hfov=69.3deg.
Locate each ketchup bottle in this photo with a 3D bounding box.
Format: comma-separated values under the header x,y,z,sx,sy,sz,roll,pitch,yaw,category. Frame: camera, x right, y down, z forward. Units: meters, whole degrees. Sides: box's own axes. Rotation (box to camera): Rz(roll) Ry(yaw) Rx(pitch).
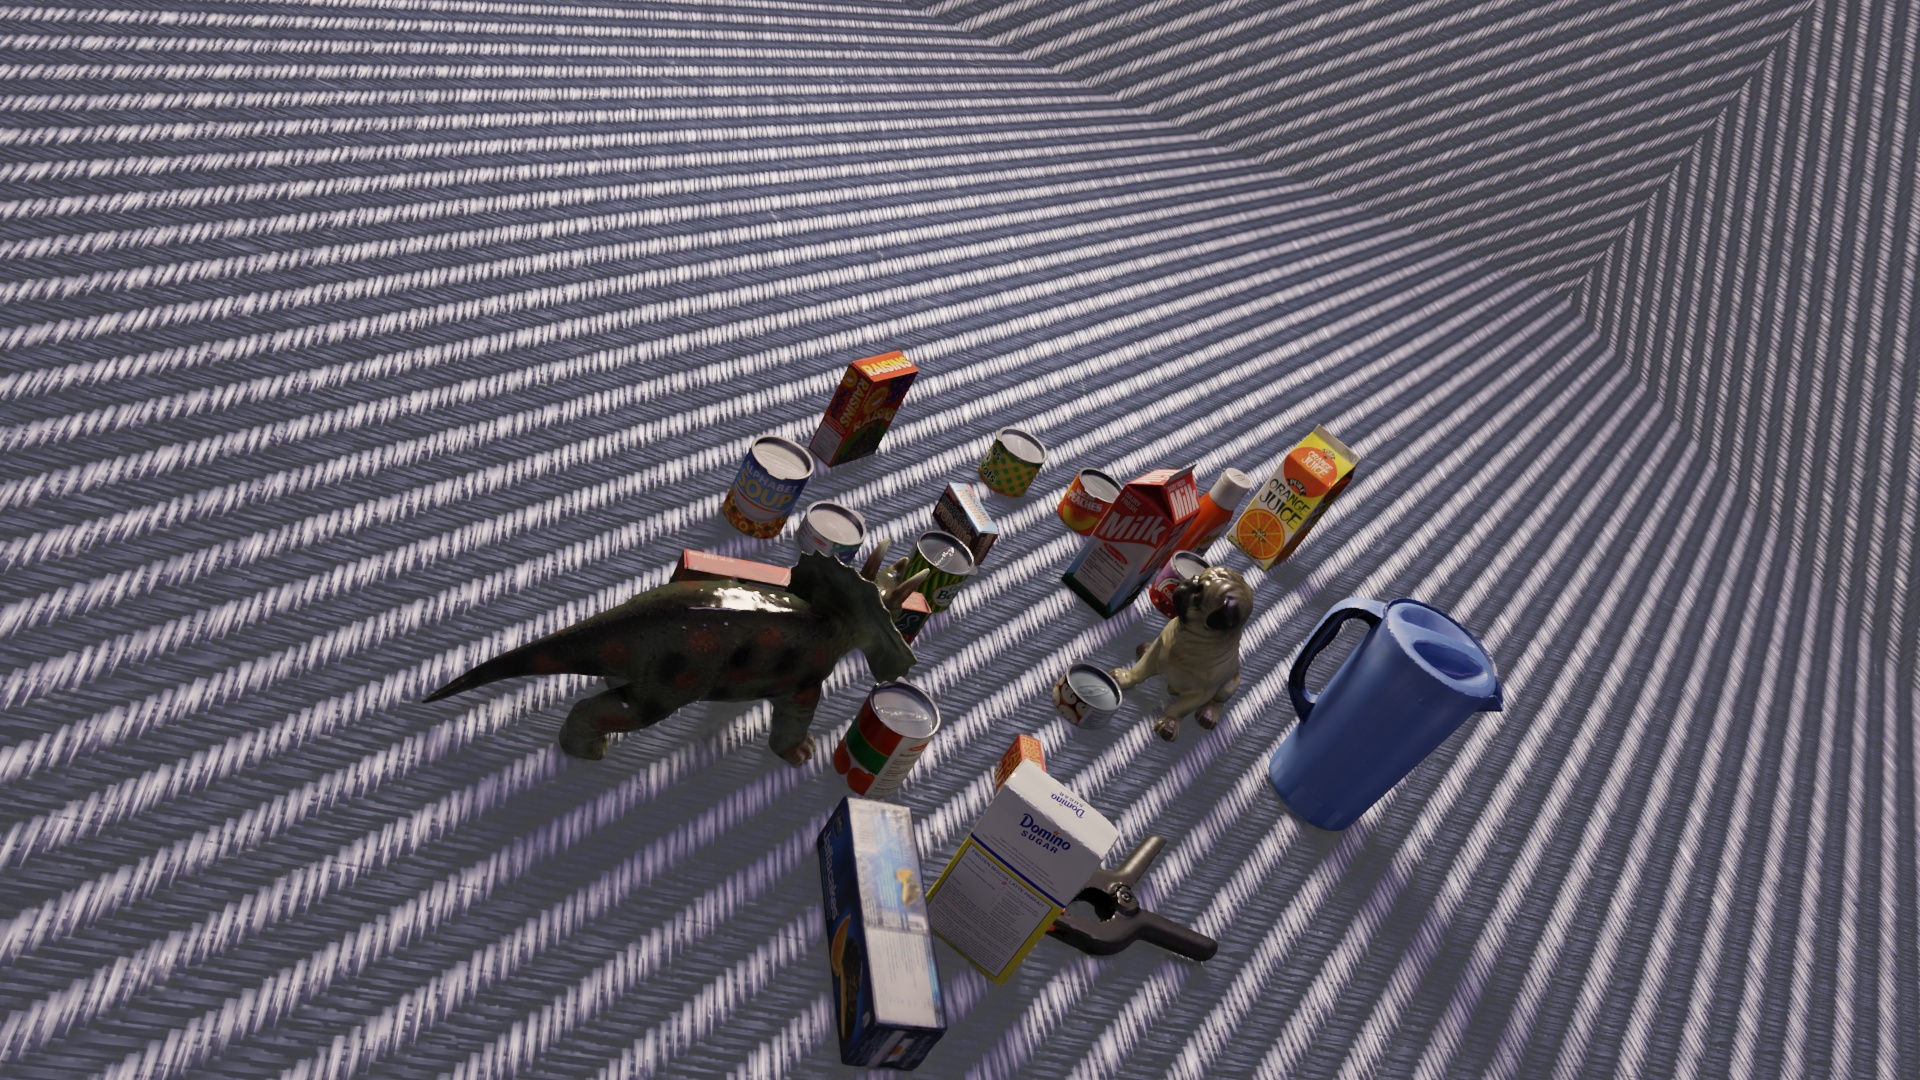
x,y,z,sx,sy,sz,roll,pitch,yaw,category
0.296,-0.022,1.679,0.065,0.148,0.043,-13,53,-48,ketchup bottle

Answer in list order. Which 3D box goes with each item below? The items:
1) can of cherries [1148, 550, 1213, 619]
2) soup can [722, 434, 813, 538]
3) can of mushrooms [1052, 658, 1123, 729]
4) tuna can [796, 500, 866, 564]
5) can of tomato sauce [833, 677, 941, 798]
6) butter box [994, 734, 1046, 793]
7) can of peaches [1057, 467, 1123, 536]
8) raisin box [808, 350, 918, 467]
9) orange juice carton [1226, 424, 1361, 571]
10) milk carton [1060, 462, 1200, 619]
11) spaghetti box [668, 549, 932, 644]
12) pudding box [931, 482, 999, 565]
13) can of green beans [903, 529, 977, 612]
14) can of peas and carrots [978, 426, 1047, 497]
x,y,z,sx,sy,sz,roll,pitch,yaw,category
0.262,0.055,1.631,0.071,0.058,0.072,21,34,-15,can of cherries
-0.193,-0.052,1.381,0.071,0.083,0.072,22,34,-15,soup can
0.128,0.156,1.411,0.071,0.033,0.071,21,34,-15,can of mushrooms
-0.131,-0.007,1.420,0.071,0.032,0.071,21,34,-15,tuna can
-0.065,0.169,1.192,0.071,0.082,0.071,22,34,-15,can of tomato sauce
0.056,0.228,1.238,0.024,0.053,0.104,18,35,-20,butter box
0.157,-0.046,1.681,0.071,0.057,0.071,21,34,-15,can of peaches
-0.107,-0.147,1.541,0.040,0.122,0.086,43,34,18,raisin box
0.435,-0.057,1.798,0.072,0.191,0.073,45,35,20,orange juice carton
0.199,-0.009,1.545,0.073,0.189,0.072,42,34,16,milk carton
-0.148,0.056,1.305,0.250,0.050,0.029,12,37,-28,spaghetti box
0.005,-0.019,1.531,0.030,0.049,0.084,3,42,-37,pudding box
-0.027,0.032,1.428,0.071,0.057,0.071,21,34,-15,can of green beans
0.060,-0.094,1.667,0.071,0.058,0.071,21,34,-15,can of peas and carrots
